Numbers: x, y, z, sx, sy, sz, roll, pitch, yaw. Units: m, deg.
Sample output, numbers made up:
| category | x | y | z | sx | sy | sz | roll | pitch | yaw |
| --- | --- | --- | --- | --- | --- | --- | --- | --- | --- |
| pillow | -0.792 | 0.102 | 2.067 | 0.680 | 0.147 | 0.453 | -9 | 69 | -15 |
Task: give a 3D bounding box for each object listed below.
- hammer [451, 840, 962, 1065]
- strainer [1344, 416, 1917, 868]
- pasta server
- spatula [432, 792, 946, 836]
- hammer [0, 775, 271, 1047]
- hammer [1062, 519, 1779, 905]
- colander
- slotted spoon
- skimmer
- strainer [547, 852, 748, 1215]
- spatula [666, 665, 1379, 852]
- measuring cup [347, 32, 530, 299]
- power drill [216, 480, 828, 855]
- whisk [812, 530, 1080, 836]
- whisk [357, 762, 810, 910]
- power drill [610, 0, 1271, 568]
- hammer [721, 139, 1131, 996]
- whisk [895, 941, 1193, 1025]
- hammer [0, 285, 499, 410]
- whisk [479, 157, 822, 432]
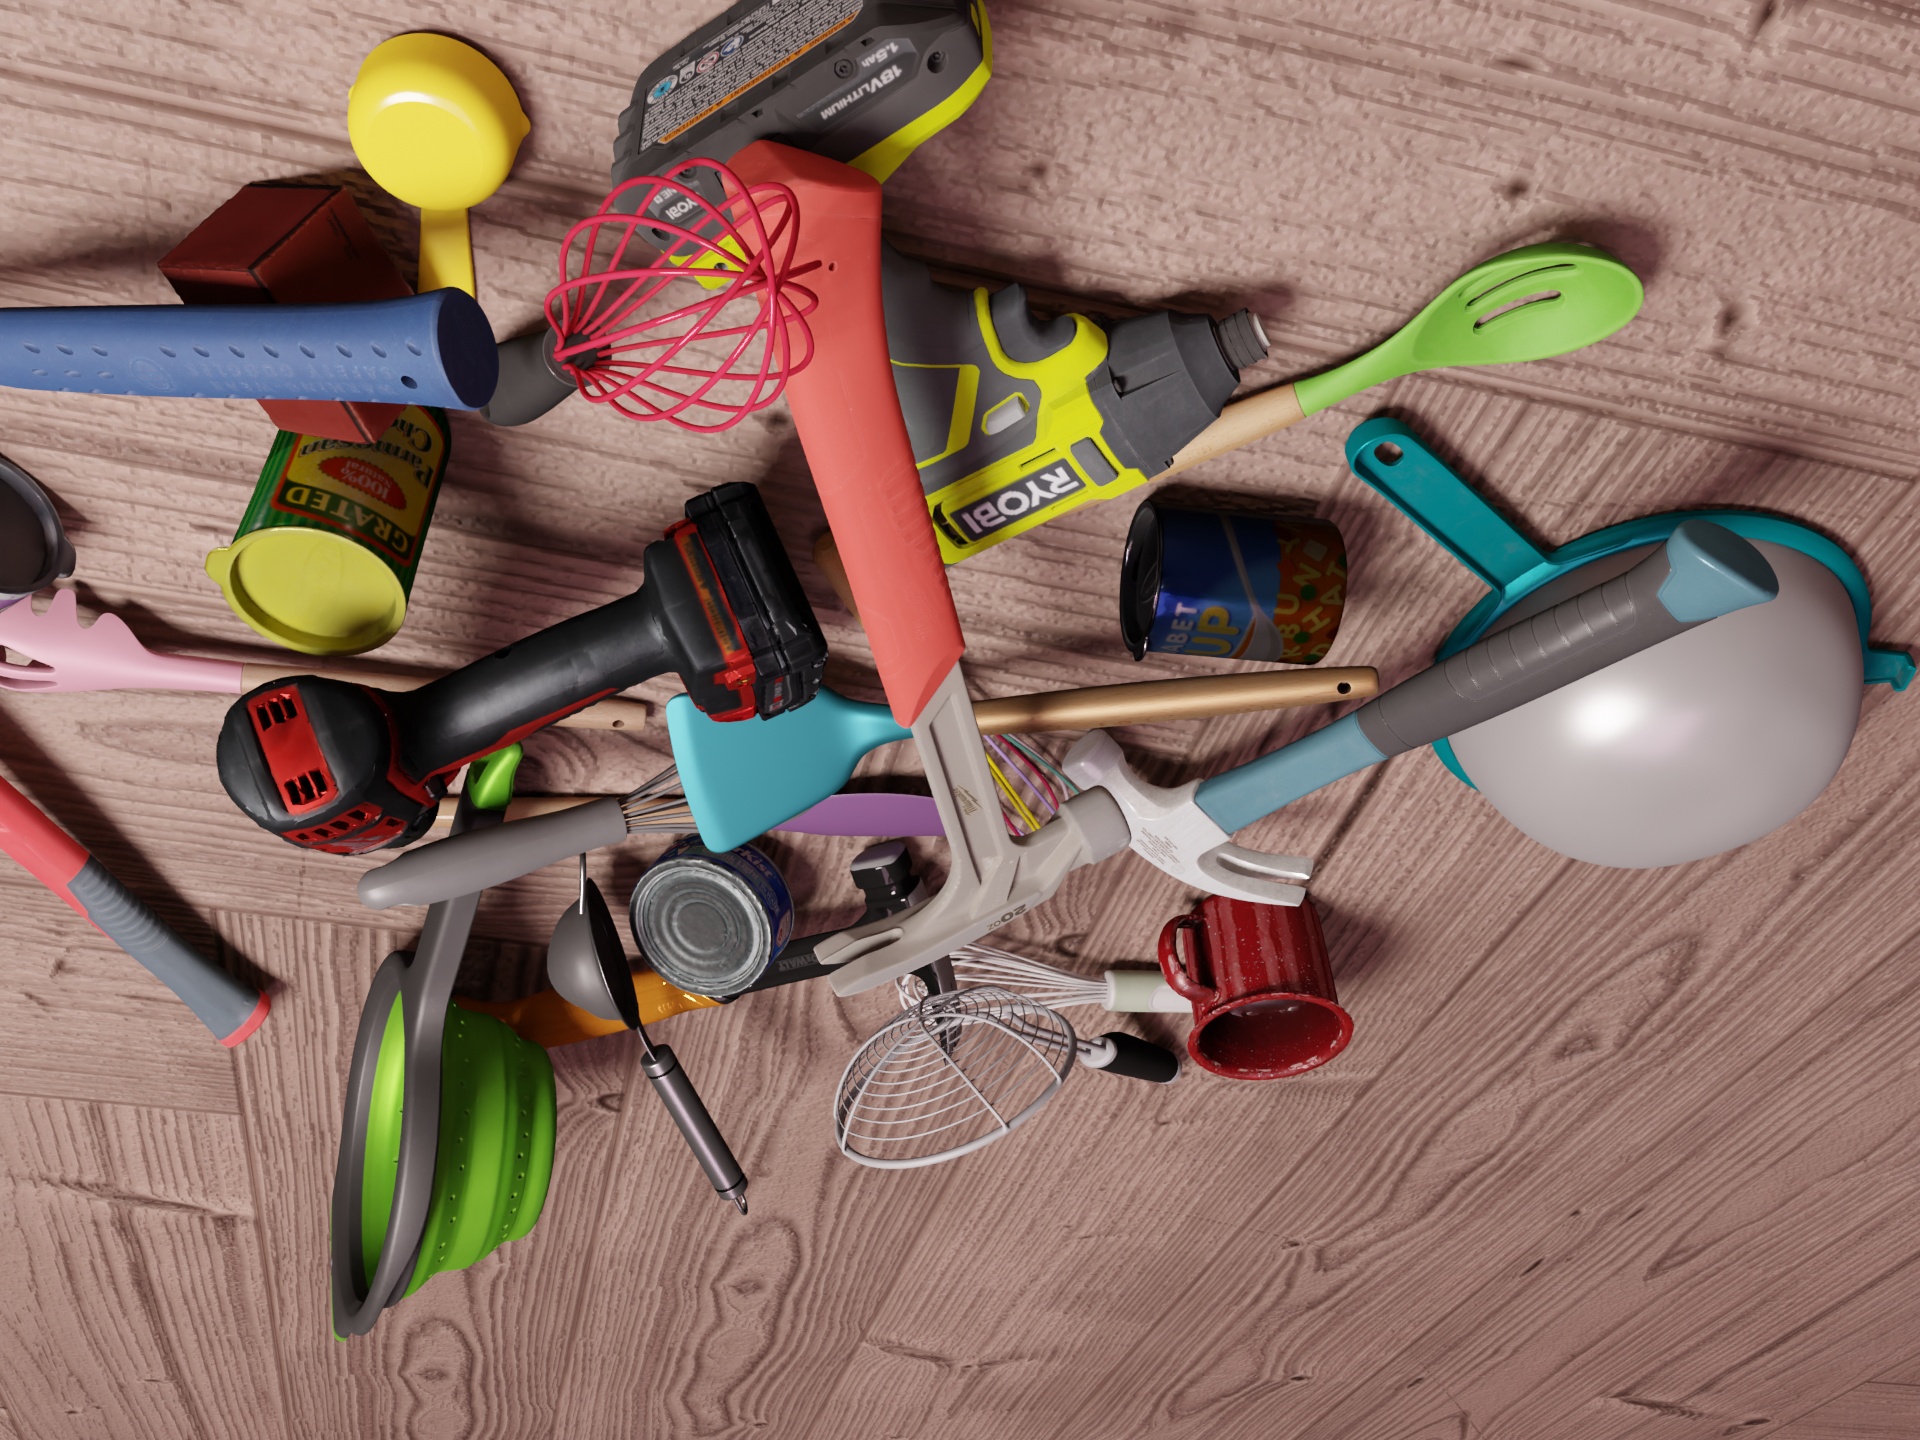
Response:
| category | x | y | z | sx | sy | sz | roll | pitch | yaw |
| --- | --- | --- | --- | --- | --- | --- | --- | --- | --- |
| hammer | -0.165 | 0.164 | 0.931 | 0.337 | 0.034 | 0.127 | -14 | 105 | 18 |
| strainer | 0.291 | -0.020 | 0.726 | 0.340 | 0.095 | 0.211 | 30 | 129 | -33 |
| pasta server | -0.308 | -0.023 | 0.753 | 0.316 | 0.040 | 0.060 | 6 | 138 | -15 |
| spatula | -0.150 | 0.049 | 0.840 | 0.316 | 0.018 | 0.059 | 1 | 155 | -2 |
| hammer | -0.484 | 0.065 | 0.822 | 0.143 | 0.038 | 0.385 | 7 | 145 | 17 |
| hammer | 0.198 | -0.001 | 0.717 | 0.128 | 0.033 | 0.331 | 44 | 135 | -15 |
| colander | -0.255 | 0.169 | 0.856 | 0.094 | 0.205 | 0.397 | 9 | 121 | -28 |
| slotted spoon | 0.114 | -0.124 | 0.655 | 0.314 | 0.031 | 0.070 | -20 | 153 | 22 |
| skimmer | 0.056 | 0.209 | 0.891 | 0.127 | 0.090 | 0.363 | -16 | 157 | 24 |
| strainer | -0.173 | 0.185 | 0.885 | 0.050 | 0.087 | 0.258 | -24 | 115 | -2 |
| spatula | 0.026 | 0.003 | 0.717 | 0.317 | 0.044 | 0.082 | -6 | 111 | 16 |
| measuring cup | -0.192 | -0.172 | 0.586 | 0.062 | 0.029 | 0.156 | 7 | 138 | -10 |
| power drill | -0.176 | -0.006 | 0.665 | 0.226 | 0.080 | 0.188 | -23 | 174 | -11 |
| whisk | 0.000 | -0.002 | 0.775 | 0.051 | 0.047 | 0.244 | -19 | 132 | 20 |
| whisk | -0.163 | 0.047 | 0.755 | 0.239 | 0.055 | 0.055 | -17 | 144 | -26 |
| power drill | -0.001 | -0.160 | 0.577 | 0.171 | 0.080 | 0.223 | -24 | 138 | 22 |
| hammer | -0.028 | -0.037 | 0.590 | 0.149 | 0.037 | 0.358 | -26 | 135 | -10 |
| whisk | 0.082 | 0.163 | 0.961 | 0.246 | 0.059 | 0.057 | 3 | 110 | -12 |
| hammer | -0.354 | -0.128 | 0.563 | 0.405 | 0.035 | 0.143 | 4 | 141 | 13 |
| whisk | -0.119 | -0.121 | 0.515 | 0.073 | 0.073 | 0.296 | 26 | 172 | -28 |
